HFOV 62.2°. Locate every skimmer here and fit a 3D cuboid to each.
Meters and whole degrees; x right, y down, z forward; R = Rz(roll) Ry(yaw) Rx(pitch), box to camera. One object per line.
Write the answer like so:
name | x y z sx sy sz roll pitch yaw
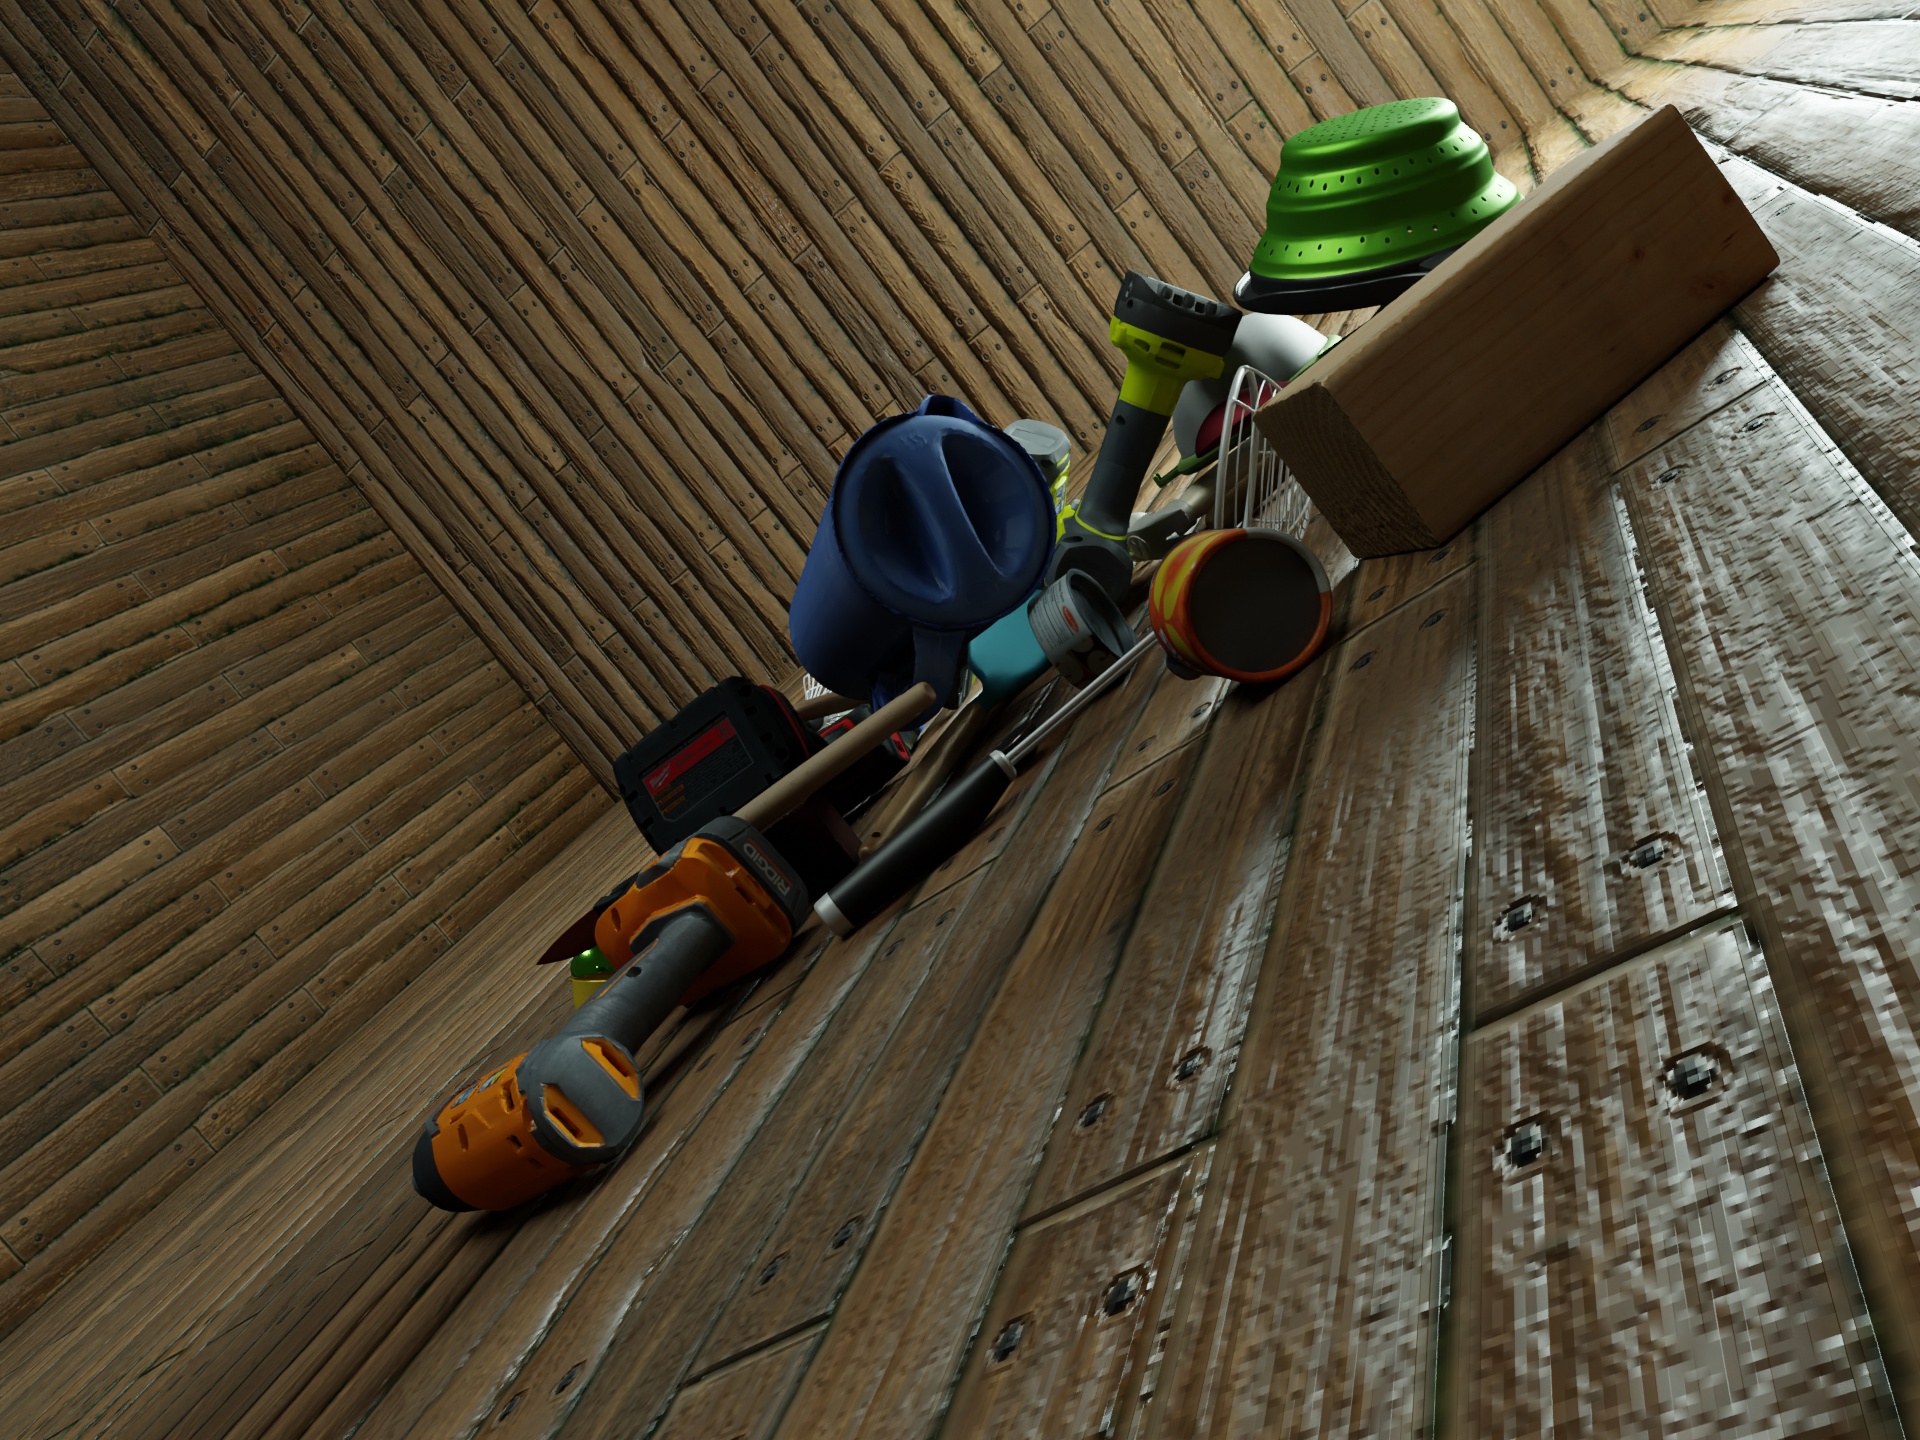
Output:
skimmer | 0.051 -0.036 0.833 0.363 0.090 0.127 -41 -25 -3

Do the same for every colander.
colander | 0.284 -0.308 0.953 0.204 0.094 0.397 -19 26 -2

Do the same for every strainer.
strainer | 0.220 -0.261 1.127 0.151 0.069 0.256 -44 6 -19

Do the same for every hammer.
hammer | 0.295 -0.254 1.197 0.410 0.038 0.146 -38 9 -6

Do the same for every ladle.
ladle | 0.283 -0.237 0.996 0.315 0.031 0.069 -19 9 32

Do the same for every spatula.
spatula | -0.002 -0.003 1.041 0.082 0.044 0.318 6 30 19
spatula | -0.062 -0.026 1.299 0.059 0.018 0.316 -40 -9 26

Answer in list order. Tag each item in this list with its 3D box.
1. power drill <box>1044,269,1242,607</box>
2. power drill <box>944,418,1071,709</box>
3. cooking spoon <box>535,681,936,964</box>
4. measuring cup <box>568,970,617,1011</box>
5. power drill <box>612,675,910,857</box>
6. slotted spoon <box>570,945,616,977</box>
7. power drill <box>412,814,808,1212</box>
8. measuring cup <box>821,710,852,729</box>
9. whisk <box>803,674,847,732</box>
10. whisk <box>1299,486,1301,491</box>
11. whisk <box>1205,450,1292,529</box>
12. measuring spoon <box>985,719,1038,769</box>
power drill | 0.115 -0.195 1.118 0.171 0.080 0.223 -84 14 -72
power drill | 0.018 -0.112 1.291 0.229 0.080 0.190 -52 -25 -42
cooking spoon | -0.137 0.068 0.942 0.319 0.017 0.068 -35 -9 22
measuring cup | -0.207 0.173 1.015 0.062 0.029 0.156 -3 -6 -1
power drill | -0.132 0.041 1.079 0.143 0.079 0.219 -35 -14 13
slotted spoon | -0.238 0.187 1.080 0.070 0.031 0.314 -21 8 -8
power drill | -0.189 0.159 0.828 0.164 0.084 0.226 -33 13 37
measuring cup | -0.063 -0.026 1.470 0.167 0.038 0.083 -37 7 23
whisk | -0.114 -0.009 1.305 0.070 0.070 0.285 -36 6 13
whisk | 0.240 -0.180 0.985 0.057 0.059 0.246 -65 -9 25
whisk | 0.259 -0.215 1.114 0.245 0.051 0.047 -43 14 -13
measuring spoon | 0.000 0.048 0.870 0.124 0.018 0.034 -46 7 -7
